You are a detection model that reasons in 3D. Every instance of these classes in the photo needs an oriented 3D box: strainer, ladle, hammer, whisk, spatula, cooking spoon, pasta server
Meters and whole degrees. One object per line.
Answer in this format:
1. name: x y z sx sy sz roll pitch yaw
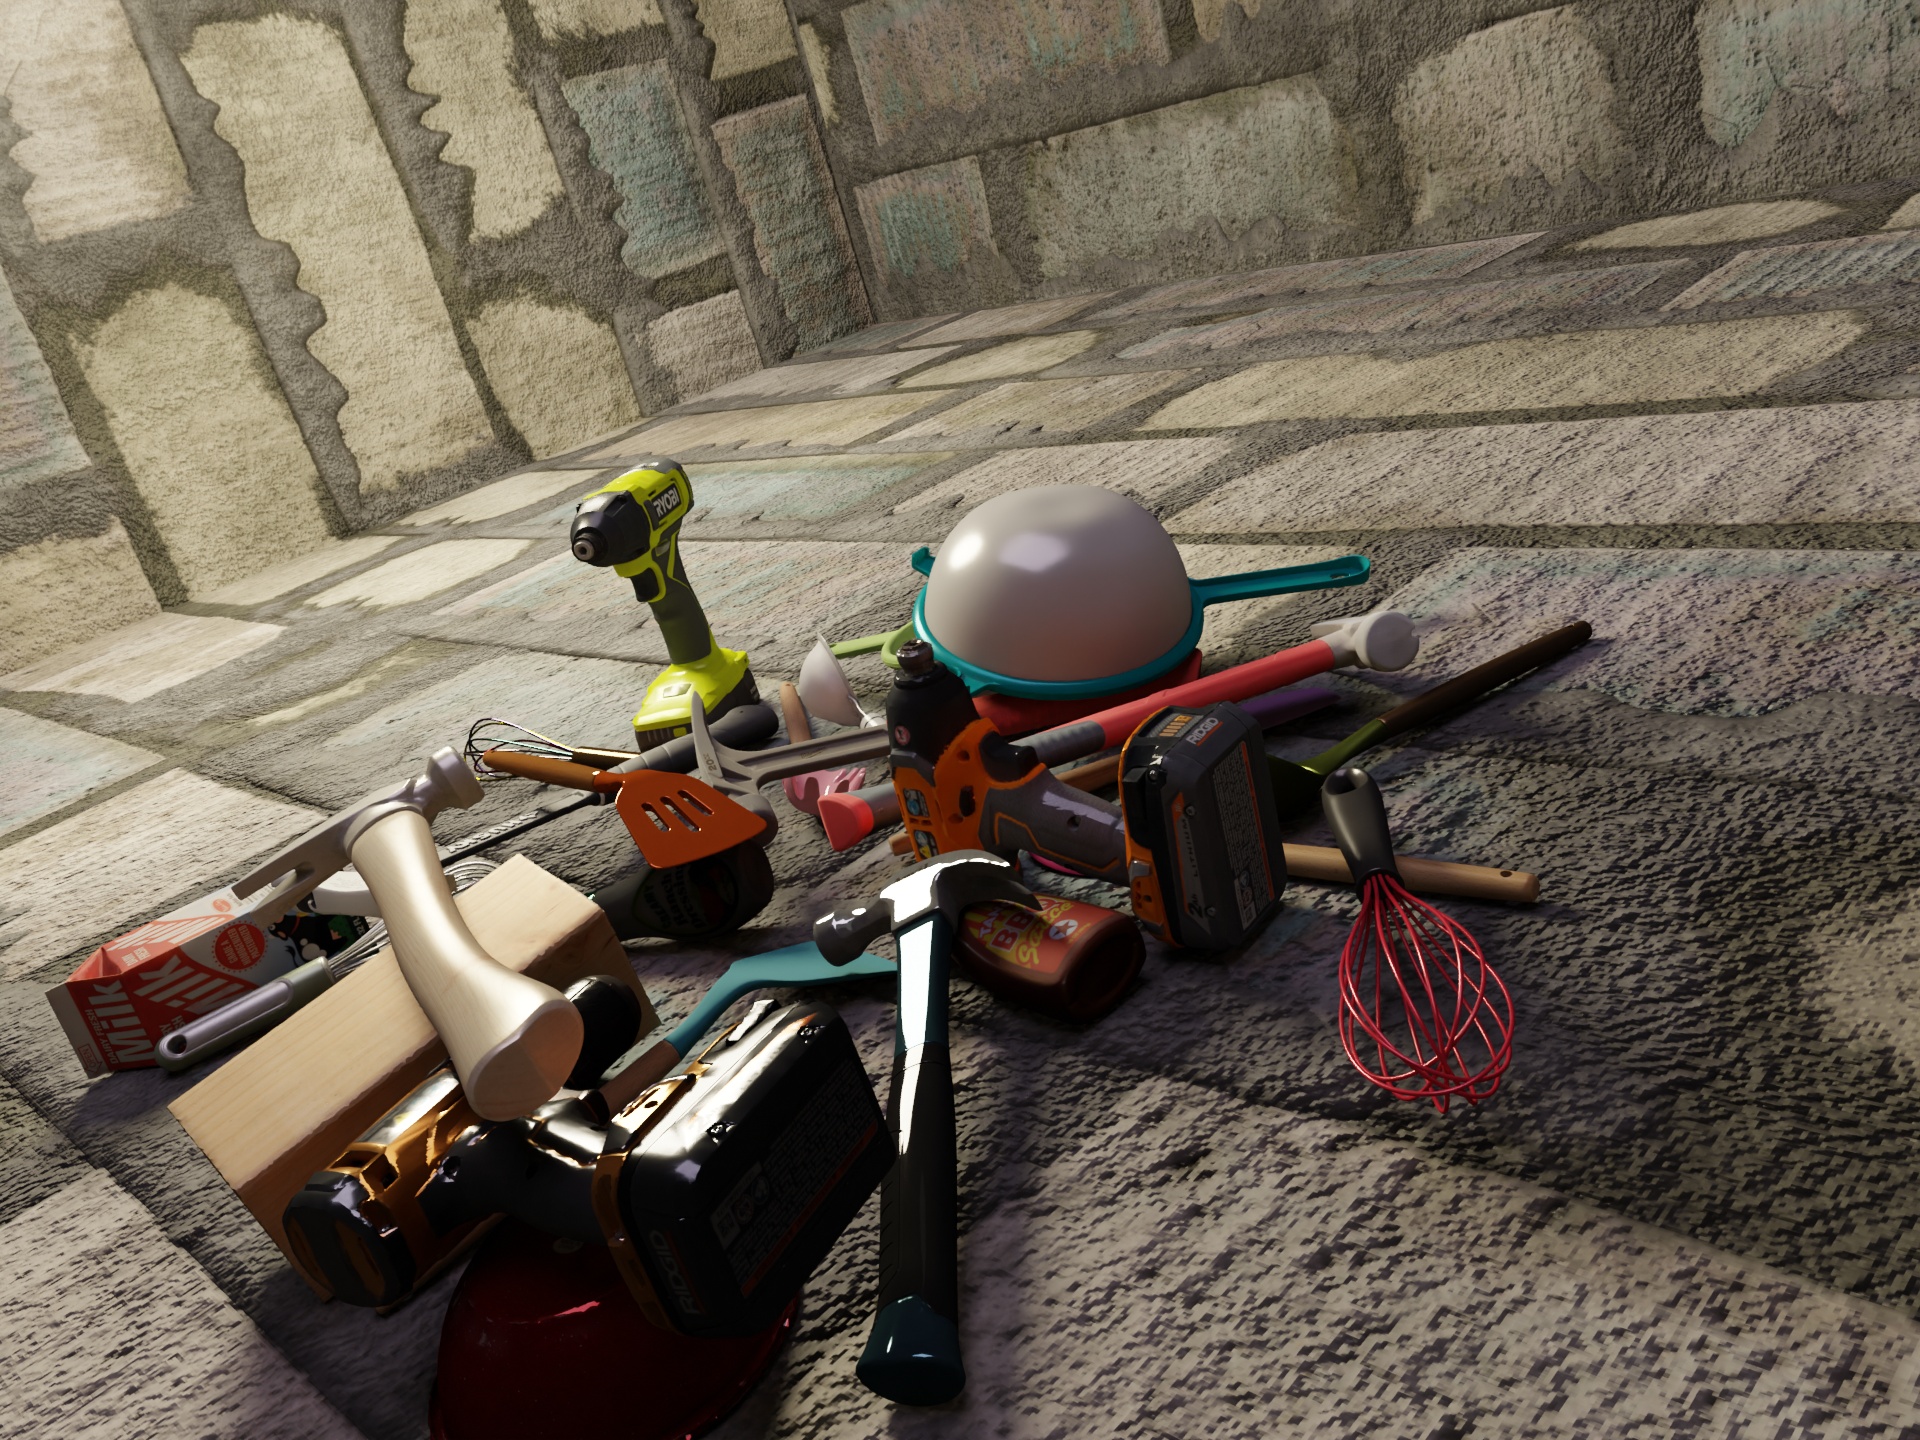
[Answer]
1. strainer: -0.070 0.001 1.185 0.050 0.086 0.259 -30 34 -14
2. strainer: 0.132 -0.118 1.139 0.340 0.095 0.211 -8 36 -6
3. ladle: 0.278 -0.015 0.987 0.320 0.062 0.078 -23 18 -24
4. hammer: -0.002 -0.004 1.098 0.359 0.036 0.149 -13 38 -15
5. whisk: -0.334 0.035 1.336 0.245 0.051 0.047 4 49 34
6. hammer: 0.094 0.005 1.035 0.386 0.038 0.143 -19 3 -7
7. hammer: -0.266 0.102 0.763 0.146 0.038 0.411 -35 24 -17
8. spatula: -0.248 0.048 1.061 0.081 0.041 0.323 -20 16 -36
9. hammer: -0.019 0.166 0.724 0.128 0.033 0.331 -29 25 15
10. strainer: -0.020 -0.046 1.274 0.256 0.069 0.151 -8 22 42
11. cooking spoon: 0.165 0.075 0.890 0.319 0.017 0.069 4 32 42
12. hammer: -0.272 0.056 1.141 0.149 0.036 0.409 3 18 34
13. whisk: -0.410 0.163 1.052 0.246 0.058 0.059 -28 -18 -17
14. pasta server: -0.121 0.012 1.231 0.060 0.040 0.316 6 16 -13
15. spatula: -0.164 0.196 0.823 0.082 0.044 0.317 8 36 44
16. whisk: 0.203 0.089 0.754 0.073 0.073 0.296 -12 21 10
17. spatula: 0.102 0.031 1.048 0.316 0.018 0.060 -19 16 -11

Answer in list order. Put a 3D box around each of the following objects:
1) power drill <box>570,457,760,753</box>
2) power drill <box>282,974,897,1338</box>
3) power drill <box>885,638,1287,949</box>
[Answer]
1. power drill: -0.250 -0.090 1.317 0.080 0.223 0.171 -10 22 17
2. power drill: -0.139 0.164 0.654 0.226 0.084 0.185 -8 21 33
3. power drill: 0.054 0.035 0.873 0.226 0.164 0.084 5 30 40
